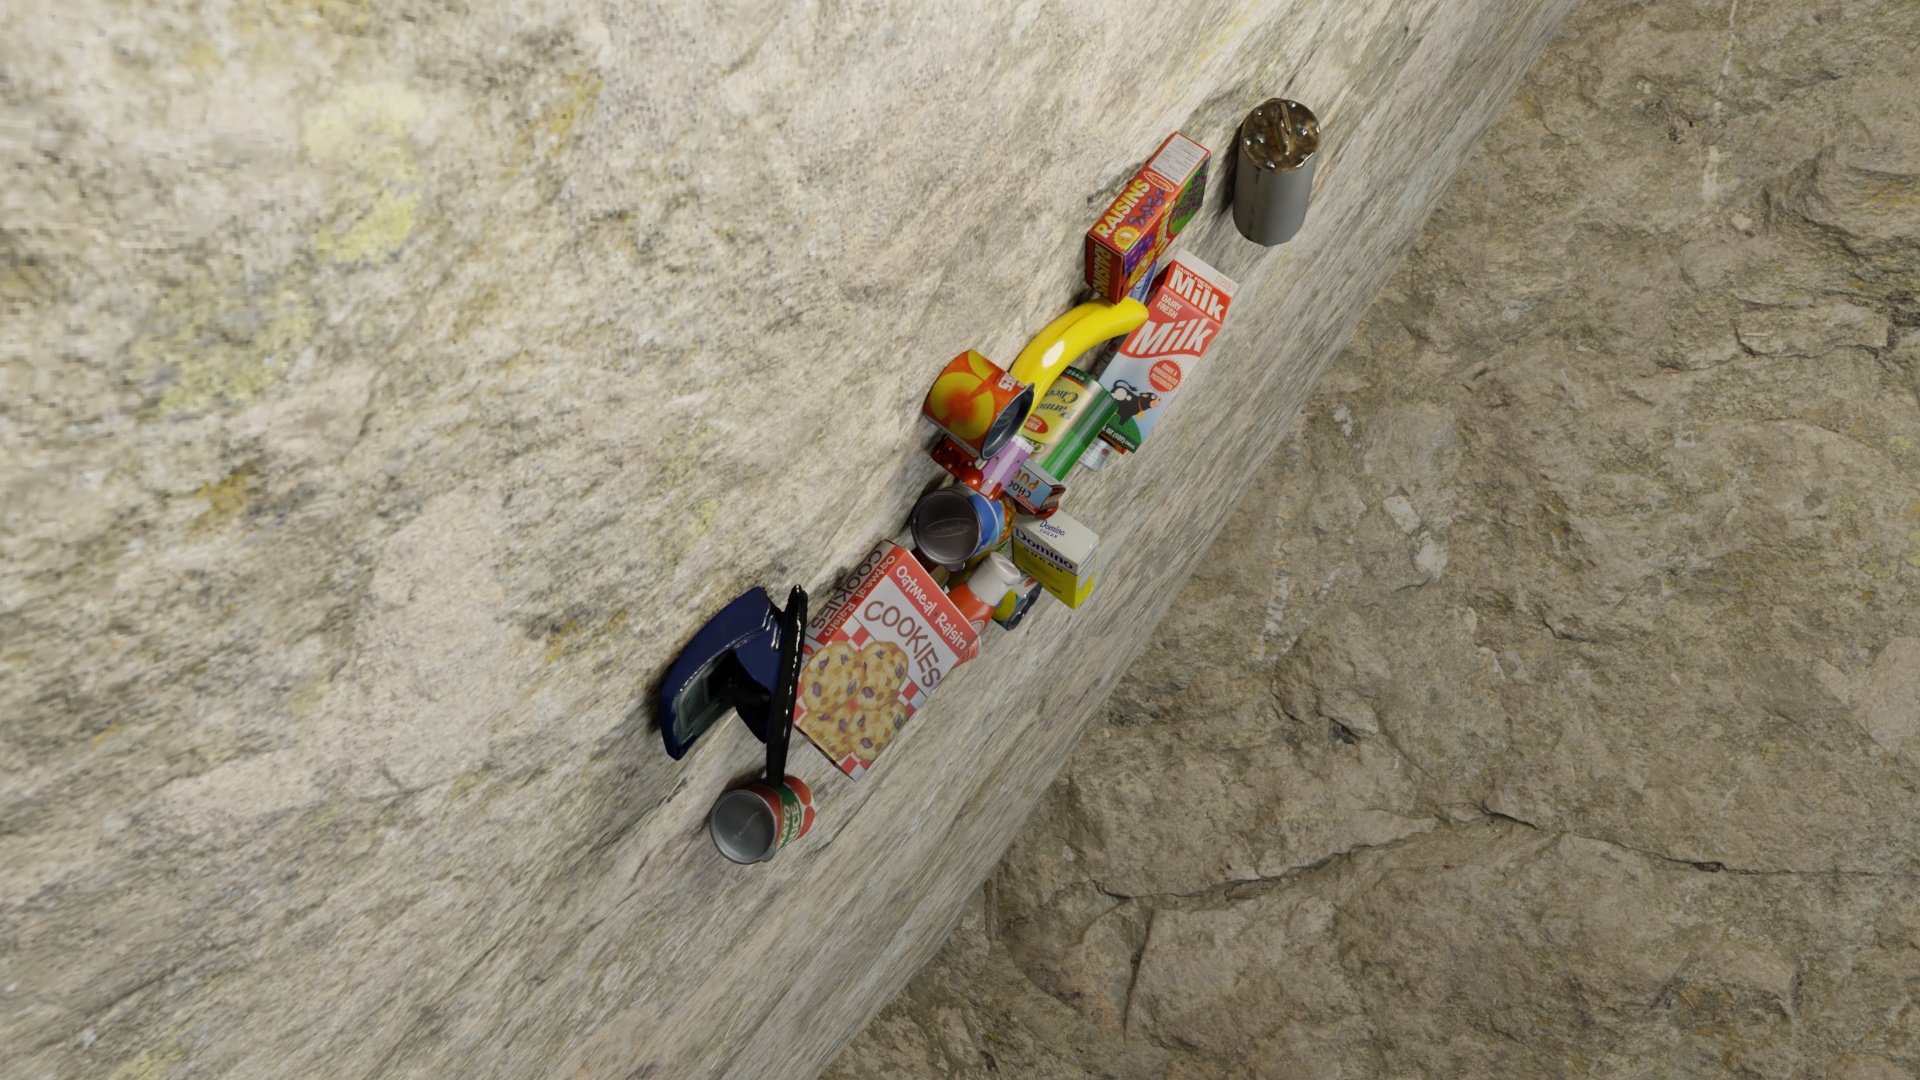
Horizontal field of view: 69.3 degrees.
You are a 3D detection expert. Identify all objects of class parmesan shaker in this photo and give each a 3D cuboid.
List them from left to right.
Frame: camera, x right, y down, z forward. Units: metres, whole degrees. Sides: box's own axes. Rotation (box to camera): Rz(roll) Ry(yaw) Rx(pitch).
[{"bbox_3d":[0.088,-0.104,1.288,0.103,0.071,0.071,-53,166,-9],"label":"parmesan shaker"}]

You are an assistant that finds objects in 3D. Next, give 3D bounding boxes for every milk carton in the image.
[{"bbox_3d":[0.189,-0.186,1.354,0.190,0.072,0.073,-57,-171,10],"label":"milk carton"}]

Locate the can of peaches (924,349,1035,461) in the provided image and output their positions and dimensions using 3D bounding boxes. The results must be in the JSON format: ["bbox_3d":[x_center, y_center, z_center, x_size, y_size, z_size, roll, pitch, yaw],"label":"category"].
[{"bbox_3d":[0.015,-0.106,1.059,0.071,0.058,0.071,-49,164,-19],"label":"can of peaches"}]

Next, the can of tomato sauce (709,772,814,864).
[{"bbox_3d":[-0.176,0.251,1.256,0.071,0.071,0.083,-57,166,12],"label":"can of tomato sauce"}]

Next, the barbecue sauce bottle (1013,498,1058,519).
[{"bbox_3d":[0.075,-0.052,1.406,0.065,0.044,0.148,-53,166,-2],"label":"barbecue sauce bottle"}]

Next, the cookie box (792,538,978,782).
[{"bbox_3d":[-0.076,0.100,1.165,0.168,0.040,0.122,-50,129,-15],"label":"cookie box"}]

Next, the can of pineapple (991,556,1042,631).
[{"bbox_3d":[0.049,0.060,1.552,0.071,0.058,0.070,-49,165,-18],"label":"can of pineapple"}]

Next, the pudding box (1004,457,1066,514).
[{"bbox_3d":[0.048,-0.059,1.222,0.030,0.084,0.050,-55,166,15],"label":"pudding box"}]

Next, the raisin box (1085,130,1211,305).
[{"bbox_3d":[0.157,-0.269,1.167,0.123,0.040,0.086,-50,166,-12],"label":"raisin box"}]

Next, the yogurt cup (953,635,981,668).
[{"bbox_3d":[-0.021,0.104,1.427,0.054,0.072,0.072,-33,156,-34],"label":"yogurt cup"}]

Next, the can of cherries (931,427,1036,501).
[{"bbox_3d":[0.017,-0.073,1.128,0.058,0.071,0.071,-54,166,5],"label":"can of cherries"}]

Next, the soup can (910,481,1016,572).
[{"bbox_3d":[0.004,-0.015,1.211,0.071,0.071,0.084,-60,165,22],"label":"soup can"}]

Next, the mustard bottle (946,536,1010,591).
[{"bbox_3d":[0.012,0.020,1.358,0.065,0.049,0.159,-41,161,-25],"label":"mustard bottle"}]

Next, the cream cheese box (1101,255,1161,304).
[{"bbox_3d":[0.154,-0.237,1.265,0.053,0.024,0.103,-43,162,-33],"label":"cream cheese box"}]

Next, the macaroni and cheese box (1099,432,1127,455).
[{"bbox_3d":[0.205,-0.182,1.523,0.124,0.040,0.165,-50,165,-17],"label":"macaroni and cheese box"}]

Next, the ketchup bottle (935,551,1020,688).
[{"bbox_3d":[-0.004,0.076,1.304,0.148,0.044,0.065,-51,146,16],"label":"ketchup bottle"}]

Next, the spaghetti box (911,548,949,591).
[{"bbox_3d":[-0.052,0.087,1.355,0.050,0.029,0.248,-42,161,-36],"label":"spaghetti box"}]

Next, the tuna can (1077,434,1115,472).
[{"bbox_3d":[0.118,-0.101,1.390,0.032,0.071,0.071,-55,166,9],"label":"tuna can"}]
